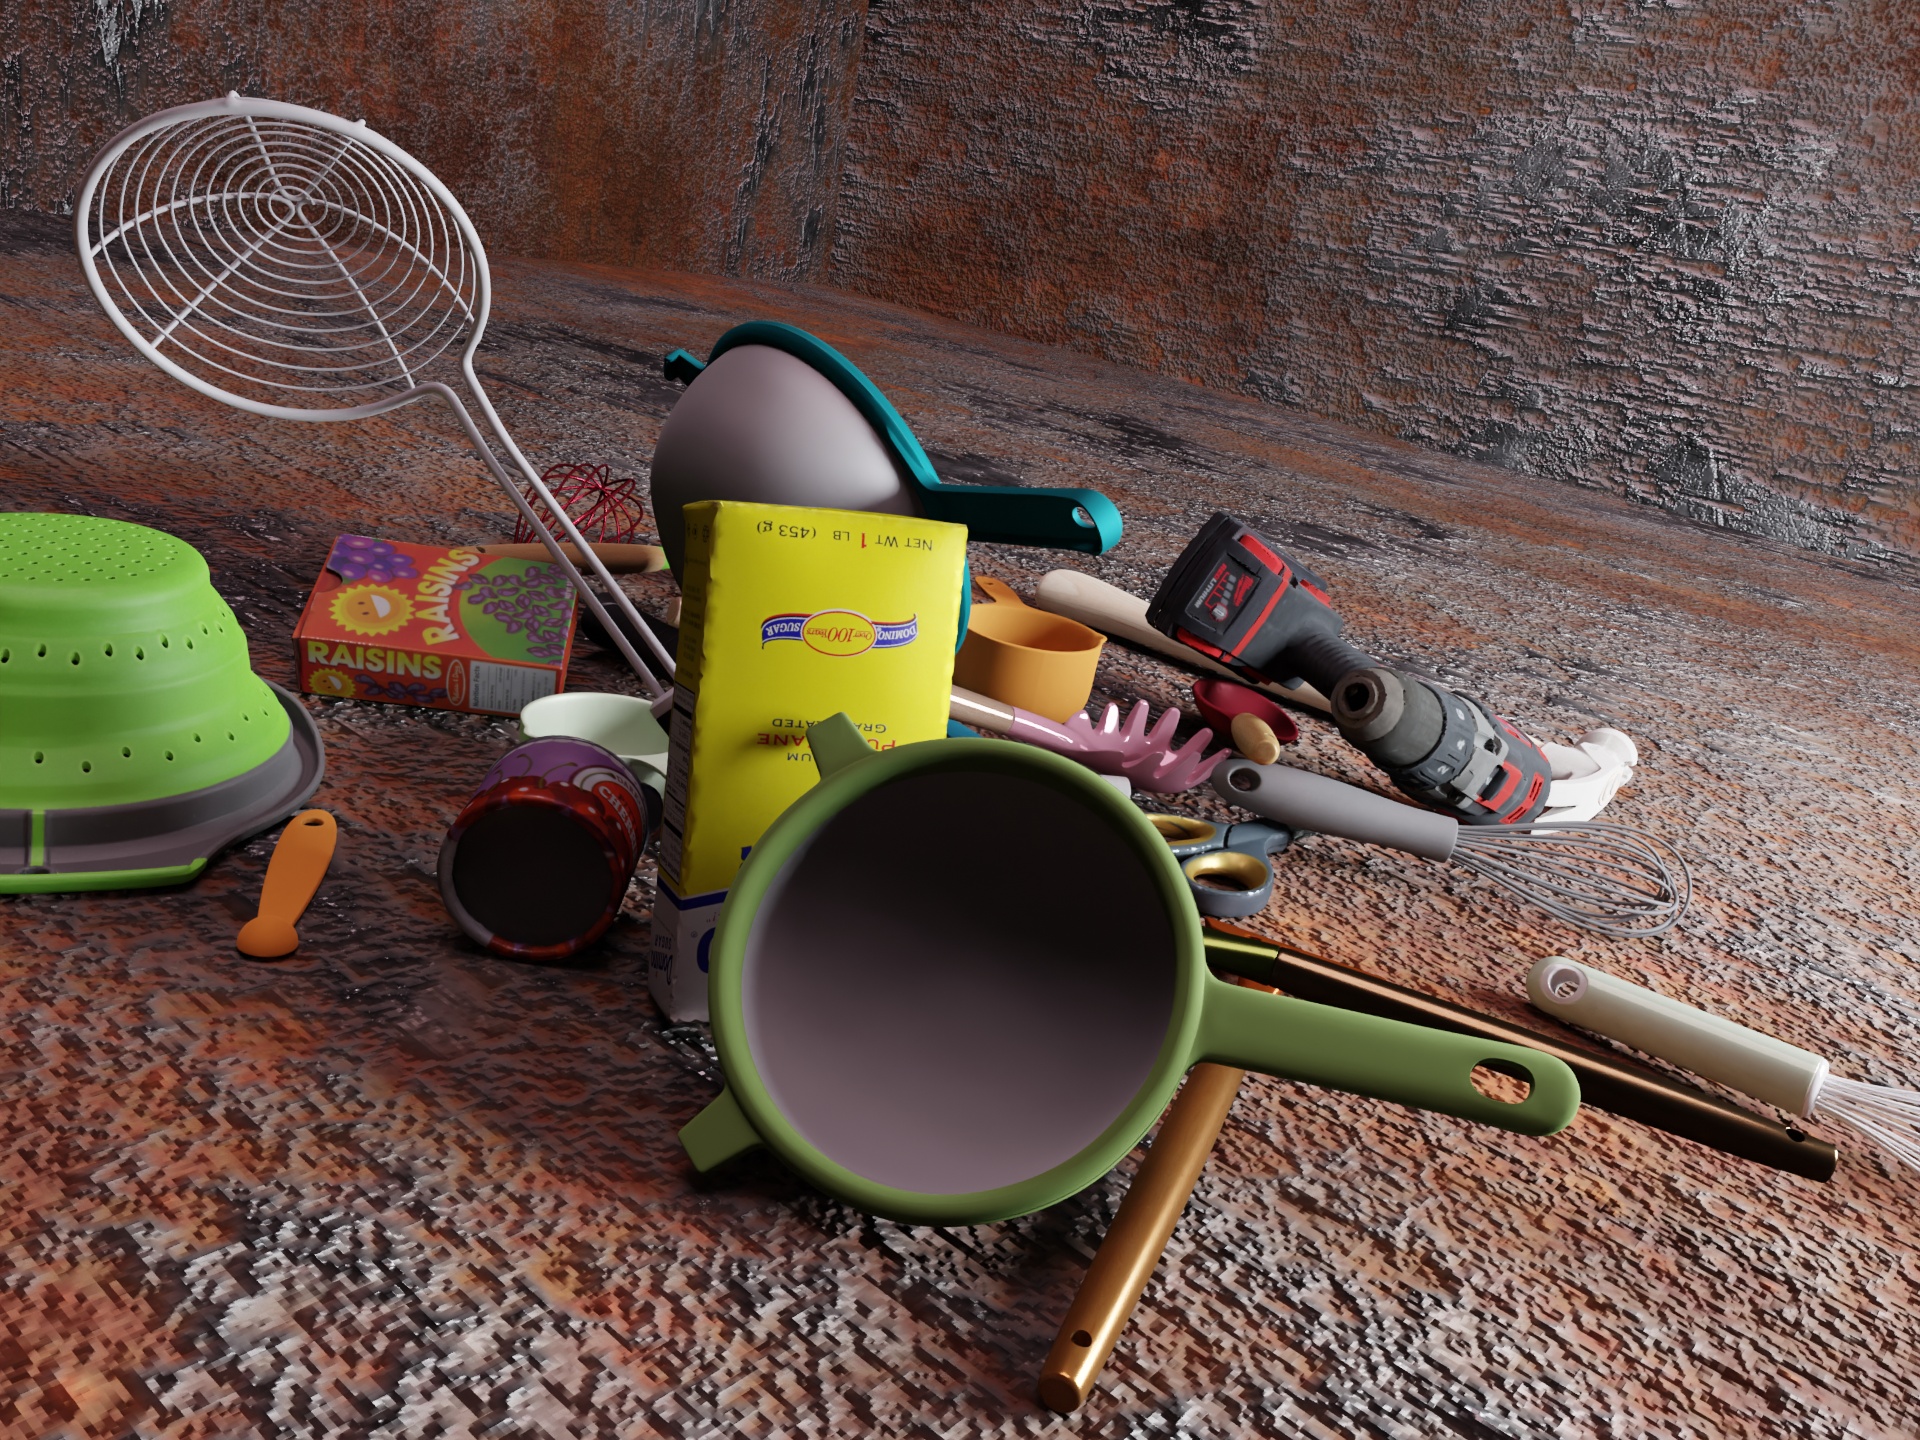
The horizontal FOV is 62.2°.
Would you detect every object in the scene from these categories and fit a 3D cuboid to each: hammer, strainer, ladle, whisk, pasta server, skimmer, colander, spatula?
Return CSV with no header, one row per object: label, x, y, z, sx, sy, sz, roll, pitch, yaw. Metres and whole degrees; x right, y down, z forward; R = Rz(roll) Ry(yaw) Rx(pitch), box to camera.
hammer,-0.101,-0.010,0.775,0.146,0.035,0.335,27,-1,-38
strainer,-0.061,-0.086,0.788,0.095,0.210,0.340,-36,27,-26
ladle,0.137,0.085,0.550,0.320,0.062,0.078,19,34,15
ladle,0.152,0.004,0.832,0.069,0.031,0.315,25,6,6
strainer,0.052,0.095,0.493,0.256,0.152,0.069,10,-24,10
whisk,0.240,0.056,0.783,0.239,0.055,0.055,15,19,3
whisk,0.340,0.146,0.617,0.246,0.058,0.059,21,-13,35
whisk,-0.257,-0.093,0.946,0.073,0.073,0.296,12,26,3
pasta server,0.004,-0.014,0.783,0.316,0.040,0.060,18,19,-31
skimmer,-0.149,-0.047,0.554,0.363,0.127,0.090,54,25,-9
colander,-0.392,-0.055,0.693,0.204,0.094,0.397,1,22,-27
hammer,0.218,-0.025,1.042,0.411,0.038,0.146,23,23,31
spatula,0.087,0.130,0.547,0.081,0.041,0.322,18,24,18

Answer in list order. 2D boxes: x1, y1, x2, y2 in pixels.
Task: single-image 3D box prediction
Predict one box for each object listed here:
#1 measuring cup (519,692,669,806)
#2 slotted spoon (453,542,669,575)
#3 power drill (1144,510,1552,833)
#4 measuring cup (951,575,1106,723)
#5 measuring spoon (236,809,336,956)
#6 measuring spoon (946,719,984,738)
measuring cup,-0.126,0.035,0.677,0.083,0.038,0.168,-9,29,-45
slotted spoon,-0.202,-0.099,0.966,0.070,0.031,0.313,41,19,13
power drill,0.205,-0.028,0.878,0.187,0.080,0.227,22,16,-46
measuring cup,0.027,-0.045,0.968,0.095,0.052,0.174,6,18,-13
measuring spoon,-0.246,0.055,0.587,0.021,0.011,0.117,6,20,-15
measuring spoon,-0.001,-0.003,0.872,0.042,0.021,0.129,-1,21,-31
